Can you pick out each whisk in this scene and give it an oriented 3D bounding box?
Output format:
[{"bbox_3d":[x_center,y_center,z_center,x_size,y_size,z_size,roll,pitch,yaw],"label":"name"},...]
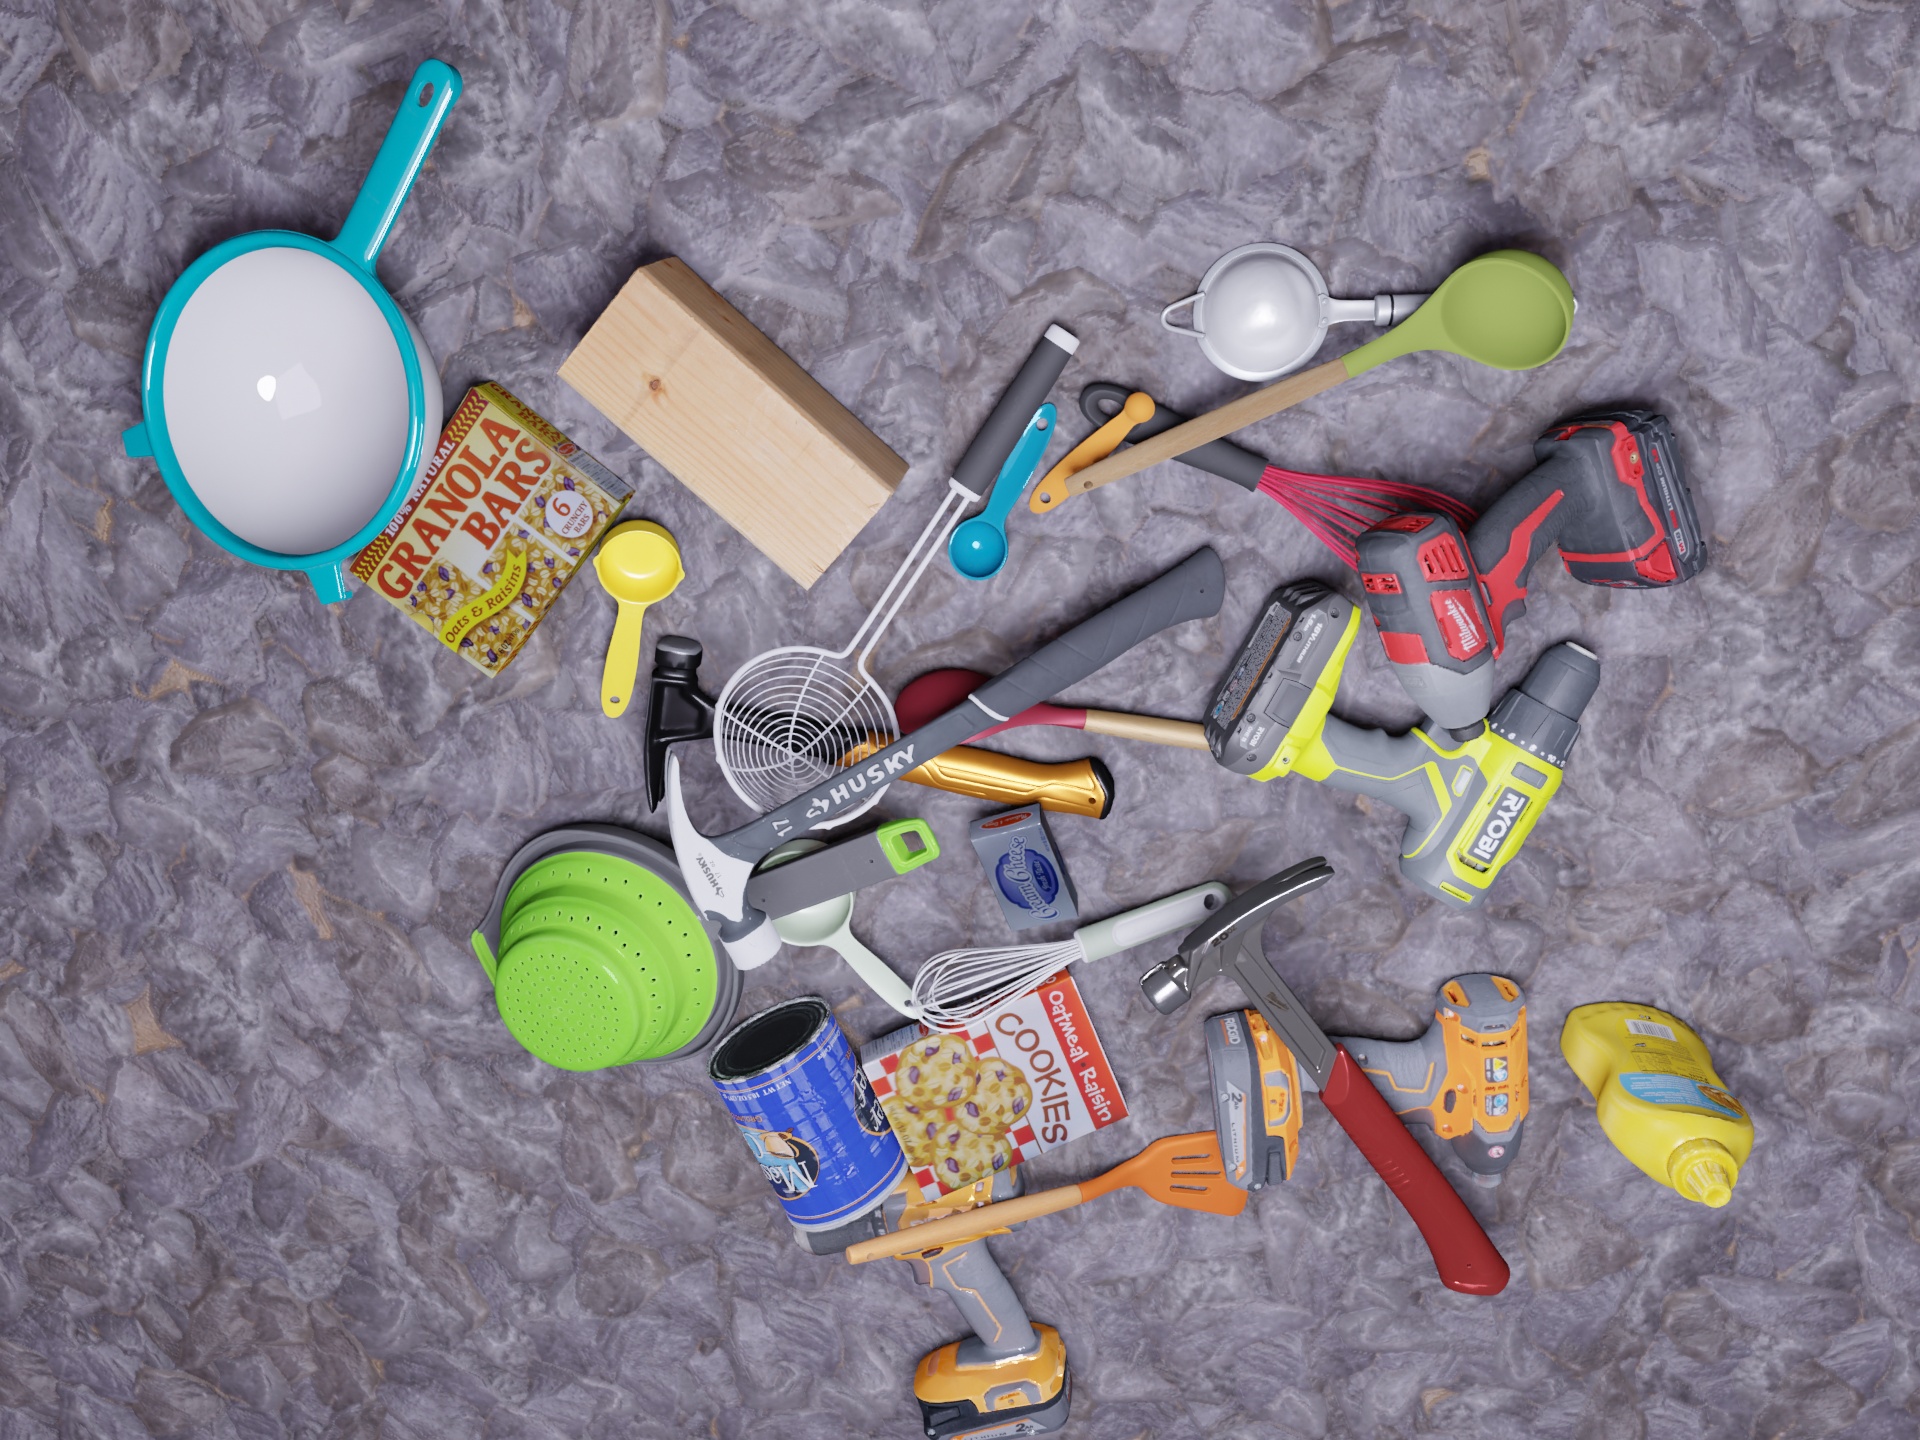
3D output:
[{"bbox_3d":[0.213,-0.151,1.032,0.296,0.073,0.073,25,110,4],"label":"whisk"},{"bbox_3d":[0.079,0.165,1.141,0.246,0.059,0.058,-19,90,-3],"label":"whisk"}]

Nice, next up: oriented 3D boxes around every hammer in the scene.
[{"bbox_3d":[0.283,0.262,1.097,0.149,0.037,0.359,-36,106,9],"label":"hammer"},{"bbox_3d":[-0.002,-0.003,1.031,0.409,0.036,0.149,-30,110,-10],"label":"hammer"},{"bbox_3d":[-0.059,0.031,1.131,0.337,0.034,0.127,10,109,2],"label":"hammer"}]

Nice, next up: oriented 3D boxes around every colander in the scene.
[{"bbox_3d":[-0.198,0.157,1.123,0.397,0.094,0.204,-22,104,22],"label":"colander"}]

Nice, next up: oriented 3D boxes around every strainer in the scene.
[{"bbox_3d":[0.257,-0.259,0.997,0.258,0.050,0.087,-1,95,2],"label":"strainer"},{"bbox_3d":[-0.385,-0.258,1.025,0.211,0.095,0.340,36,106,9],"label":"strainer"}]

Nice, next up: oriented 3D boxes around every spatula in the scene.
[{"bbox_3d":[0.071,0.364,1.189,0.322,0.041,0.081,-8,111,-23],"label":"spatula"}]

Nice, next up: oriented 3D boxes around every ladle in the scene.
[{"bbox_3d":[0.213,-0.200,0.977,0.320,0.062,0.078,-22,126,13],"label":"ladle"},{"bbox_3d":[0.111,0.005,1.101,0.315,0.069,0.031,8,139,-3],"label":"ladle"}]

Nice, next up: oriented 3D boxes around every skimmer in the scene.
[{"bbox_3d":[-0.030,-0.096,1.034,0.127,0.090,0.363,33,102,-7],"label":"skimmer"}]

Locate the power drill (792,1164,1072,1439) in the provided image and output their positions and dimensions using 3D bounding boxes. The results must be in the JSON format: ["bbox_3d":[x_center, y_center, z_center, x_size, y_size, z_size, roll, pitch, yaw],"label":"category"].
[{"bbox_3d":[-0.019,0.456,1.256,0.185,0.084,0.226,-14,103,10],"label":"power drill"}]

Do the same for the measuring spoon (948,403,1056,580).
[{"bbox_3d":[0.034,-0.153,1.069,0.042,0.021,0.128,30,101,13],"label":"measuring spoon"}]

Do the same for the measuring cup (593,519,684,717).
[{"bbox_3d":[-0.234,-0.071,1.119,0.062,0.029,0.156,8,124,-16],"label":"measuring cup"}]

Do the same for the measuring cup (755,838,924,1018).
[{"bbox_3d":[-0.084,0.155,1.177,0.083,0.038,0.167,-39,104,17],"label":"measuring cup"}]

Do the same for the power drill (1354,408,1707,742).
[{"bbox_3d":[0.345,-0.090,0.970,0.219,0.079,0.143,-30,107,-21],"label":"power drill"}]

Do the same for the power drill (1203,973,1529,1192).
[{"bbox_3d":[0.300,0.279,1.162,0.226,0.084,0.164,-8,108,4],"label":"power drill"}]

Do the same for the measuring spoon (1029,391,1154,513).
[{"bbox_3d":[0.083,-0.172,1.040,0.021,0.011,0.117,46,125,-4],"label":"measuring spoon"}]

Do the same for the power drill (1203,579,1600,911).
[{"bbox_3d":[0.298,0.000,1.058,0.228,0.080,0.190,26,101,-10],"label":"power drill"}]
